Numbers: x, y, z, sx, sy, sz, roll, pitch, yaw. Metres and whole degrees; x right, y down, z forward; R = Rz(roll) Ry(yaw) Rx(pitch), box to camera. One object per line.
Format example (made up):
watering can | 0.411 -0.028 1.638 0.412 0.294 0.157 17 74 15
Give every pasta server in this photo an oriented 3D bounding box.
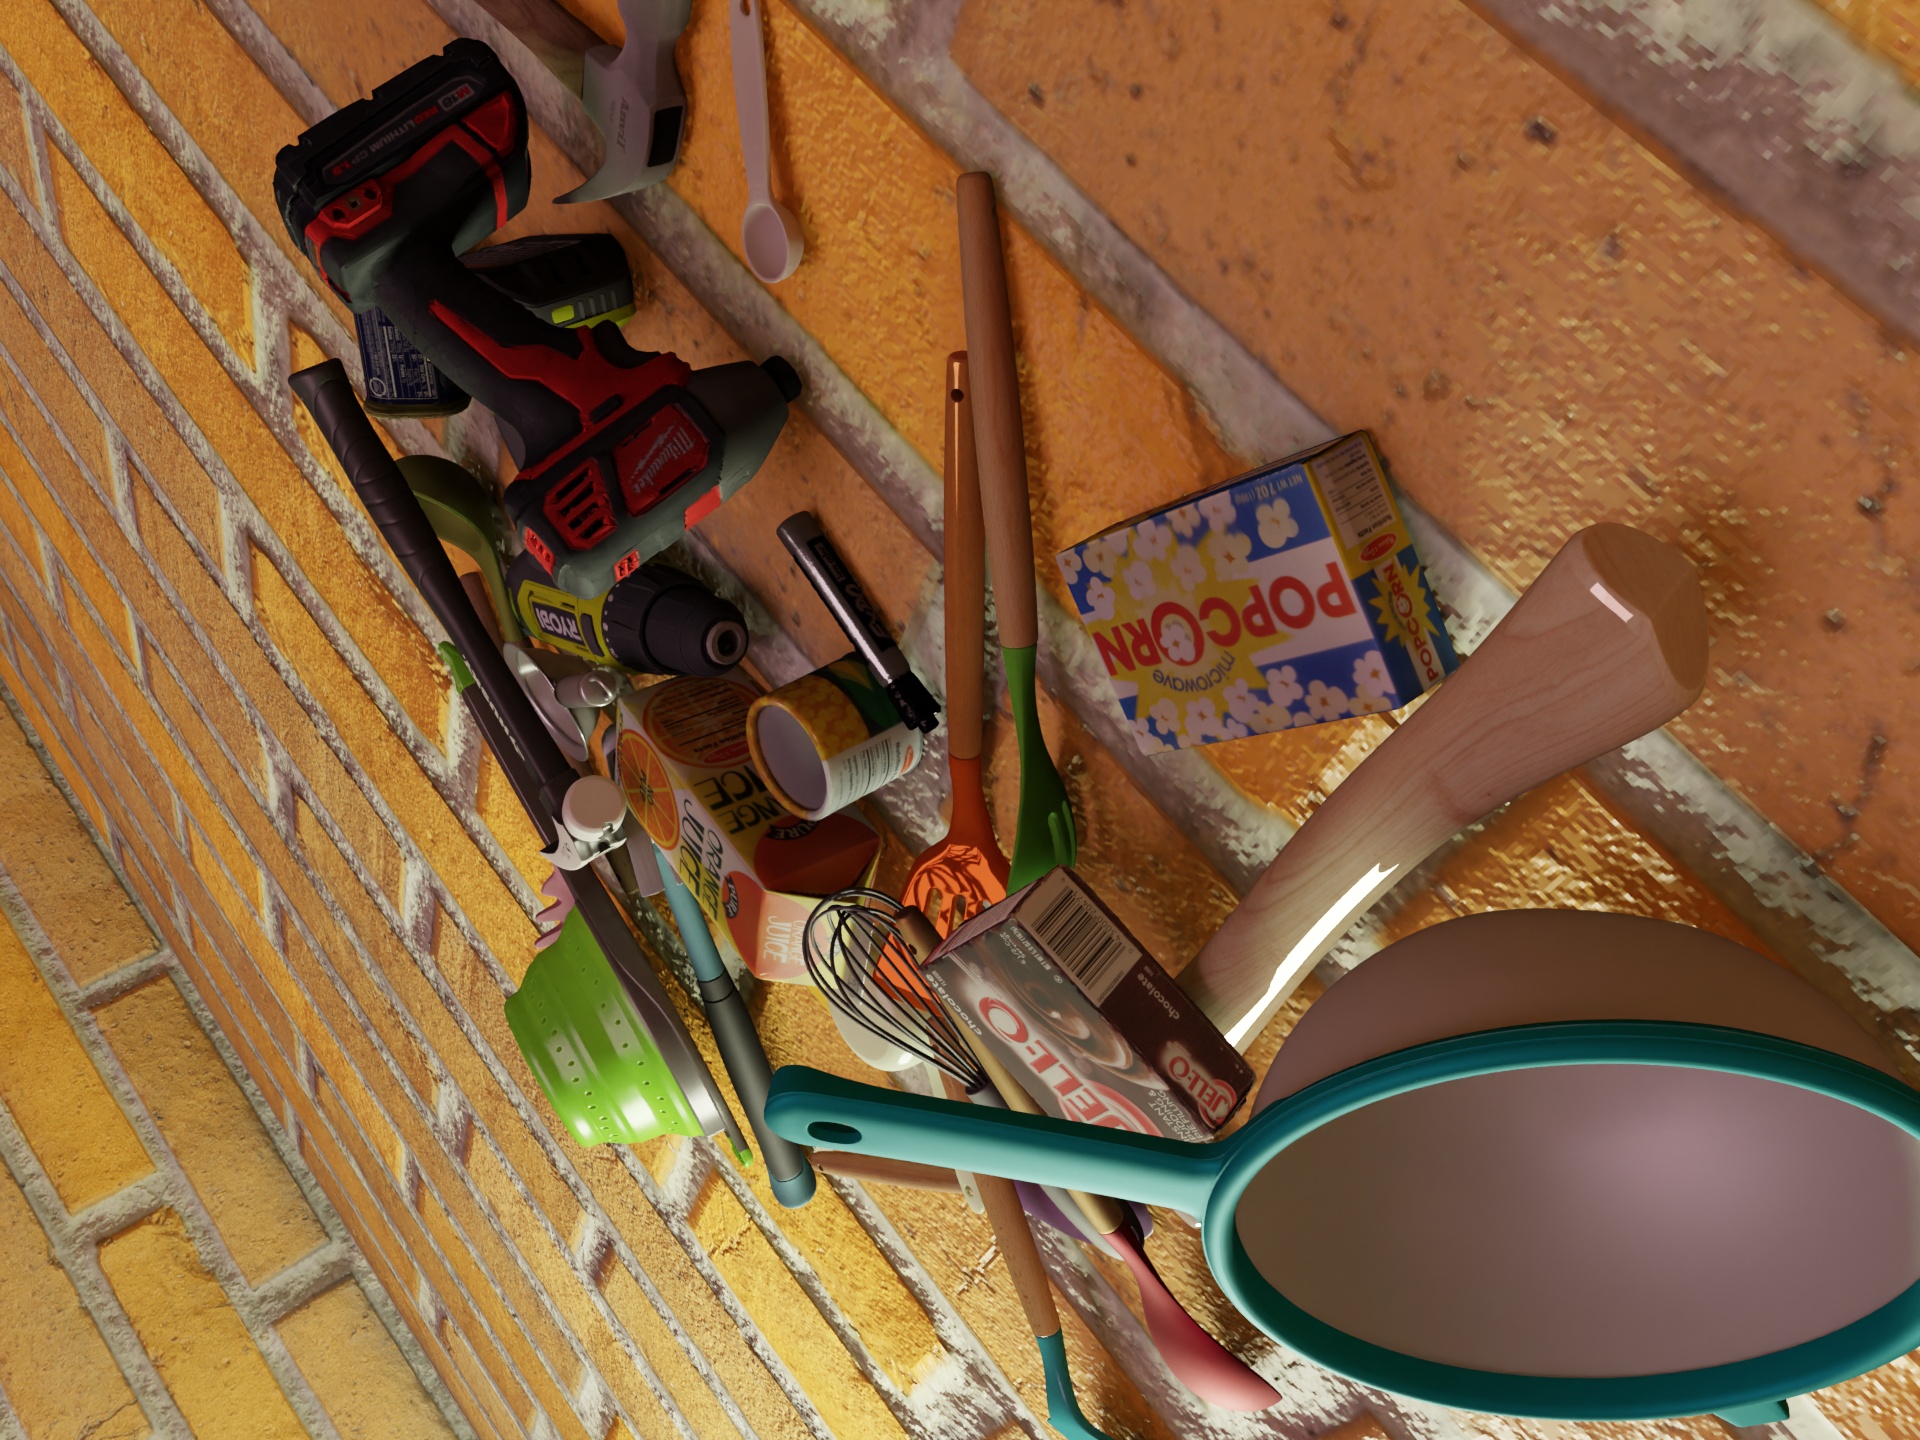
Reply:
pasta server | -0.305 0.049 1.123 0.060 0.040 0.316 5 116 41

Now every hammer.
hammer | 0.110 0.064 0.563 0.146 0.038 0.410 41 145 11
hammer | -0.288 -0.063 0.902 0.335 0.035 0.146 58 157 6
hammer | -0.237 -0.365 0.763 0.331 0.031 0.130 46 141 23
hammer | -0.151 0.165 0.988 0.128 0.033 0.330 -129 21 -65

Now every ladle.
ladle | -0.288 -0.023 1.039 0.078 0.062 0.320 -2 114 55
ladle | 0.056 0.206 0.712 0.069 0.031 0.315 1 127 58

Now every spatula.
spatula | -0.001 0.260 0.899 0.316 0.018 0.059 -15 102 53
spatula | -0.001 -0.002 0.699 0.081 0.041 0.322 13 125 20
spatula | 0.044 0.292 0.839 0.082 0.044 0.317 -3 111 51

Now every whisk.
whisk | 0.010 0.171 0.747 0.239 0.055 0.055 50 147 -12

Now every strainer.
strainer | -0.222 -0.016 0.914 0.087 0.050 0.258 59 162 -12
strainer | 0.116 0.112 0.481 0.340 0.095 0.210 9 135 4

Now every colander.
colander | -0.273 0.138 1.041 0.397 0.094 0.204 60 164 2

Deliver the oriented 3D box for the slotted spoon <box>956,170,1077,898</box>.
slotted spoon | 0.021 -0.055 0.637 0.031 0.070 0.313 0 112 17

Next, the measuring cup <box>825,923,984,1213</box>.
measuring cup | -0.027 0.194 0.855 0.083 0.038 0.167 -15 94 54

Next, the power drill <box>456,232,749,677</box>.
power drill | -0.195 -0.129 0.831 0.191 0.080 0.228 17 129 47

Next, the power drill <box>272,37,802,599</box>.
power drill | -0.180 -0.176 0.700 0.219 0.143 0.078 51 165 -1

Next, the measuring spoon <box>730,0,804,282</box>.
measuring spoon | -0.080 -0.247 0.663 0.034 0.018 0.124 20 121 46

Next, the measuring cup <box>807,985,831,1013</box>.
measuring cup | -0.096 0.115 0.915 0.156 0.029 0.062 49 143 13
